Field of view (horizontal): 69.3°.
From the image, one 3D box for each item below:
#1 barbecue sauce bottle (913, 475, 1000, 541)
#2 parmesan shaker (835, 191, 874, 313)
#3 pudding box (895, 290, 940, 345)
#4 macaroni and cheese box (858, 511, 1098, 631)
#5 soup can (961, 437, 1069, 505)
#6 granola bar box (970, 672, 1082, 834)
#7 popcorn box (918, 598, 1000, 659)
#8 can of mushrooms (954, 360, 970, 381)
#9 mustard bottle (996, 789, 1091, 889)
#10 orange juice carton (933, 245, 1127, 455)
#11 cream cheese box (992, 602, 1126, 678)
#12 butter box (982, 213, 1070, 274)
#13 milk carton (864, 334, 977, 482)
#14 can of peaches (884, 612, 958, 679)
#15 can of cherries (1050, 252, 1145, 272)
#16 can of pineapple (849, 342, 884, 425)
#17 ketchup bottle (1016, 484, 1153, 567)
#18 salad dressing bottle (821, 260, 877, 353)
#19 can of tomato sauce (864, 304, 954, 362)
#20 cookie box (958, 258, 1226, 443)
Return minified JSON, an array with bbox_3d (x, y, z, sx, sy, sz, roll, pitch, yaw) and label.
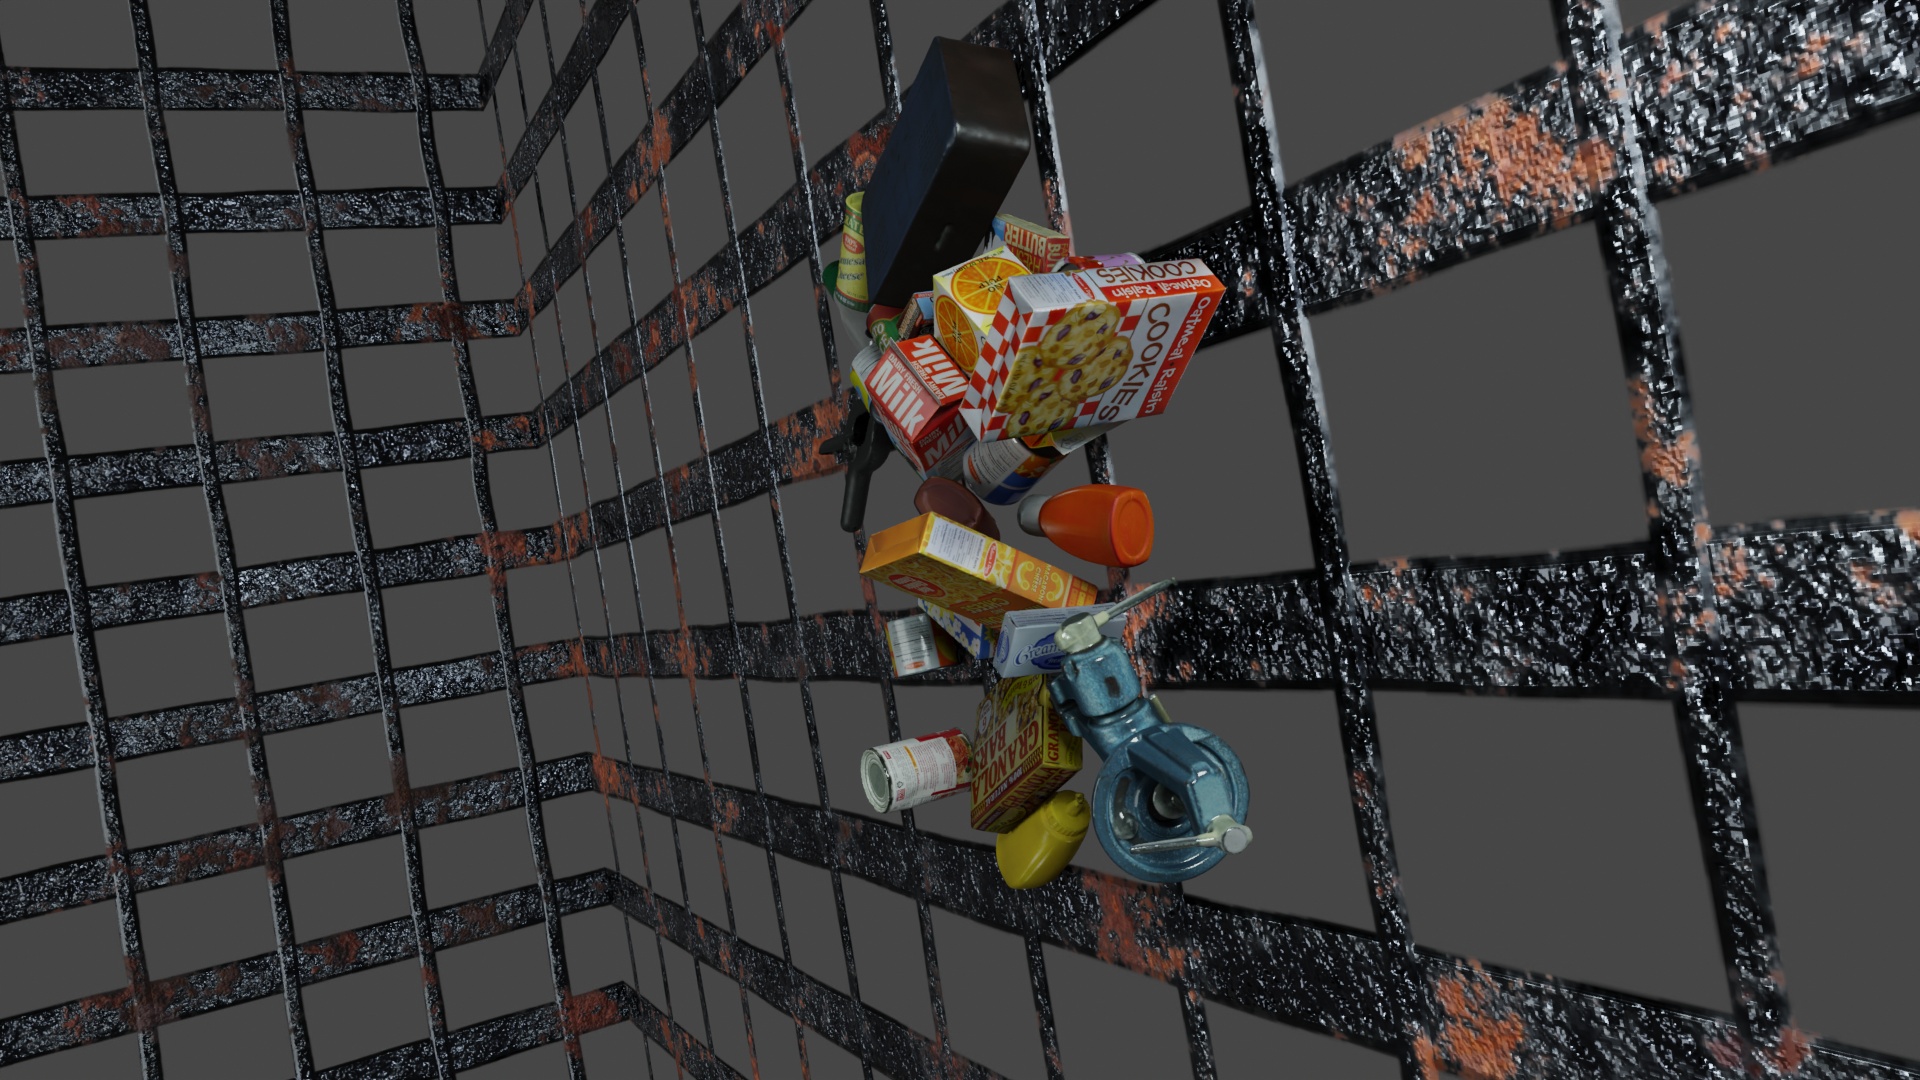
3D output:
[{"bbox_3d":[0.004,-0.015,1.234,0.065,0.043,0.148,33,177,16],"label":"barbecue sauce bottle"},{"bbox_3d":[-0.085,-0.284,1.379,0.071,0.071,0.102,50,140,44],"label":"parmesan shaker"},{"bbox_3d":[-0.010,-0.201,1.244,0.030,0.084,0.049,66,148,20],"label":"pudding box"},{"bbox_3d":[0.015,0.032,1.184,0.123,0.166,0.040,-19,52,61],"label":"macaroni and cheese box"},{"bbox_3d":[0.051,-0.078,1.186,0.083,0.071,0.071,-43,60,52],"label":"soup can"},{"bbox_3d":[0.056,0.173,1.227,0.164,0.039,0.125,125,154,-52],"label":"granola bar box"},{"bbox_3d":[0.005,0.048,1.335,0.127,0.038,0.084,38,131,52],"label":"popcorn box"},{"bbox_3d":[0.024,-0.155,1.249,0.071,0.033,0.070,25,119,56],"label":"can of mushrooms"},{"bbox_3d":[0.081,0.262,1.246,0.159,0.049,0.065,123,137,-51],"label":"mustard bottle"},{"bbox_3d":[0.057,-0.146,1.119,0.193,0.072,0.072,52,158,31],"label":"orange juice carton"},{"bbox_3d":[0.081,0.081,1.135,0.024,0.104,0.053,-124,38,-49],"label":"cream cheese box"},{"bbox_3d":[0.054,-0.242,1.176,0.104,0.024,0.053,38,129,52],"label":"butter box"},{"bbox_3d":[-0.026,-0.112,1.206,0.072,0.073,0.190,52,175,17],"label":"milk carton"},{"bbox_3d":[-0.040,0.106,1.409,0.071,0.071,0.058,-25,76,61],"label":"can of peaches"},{"bbox_3d":[0.107,-0.183,1.058,0.071,0.058,0.071,26,120,57],"label":"can of cherries"},{"bbox_3d":[-0.070,-0.156,1.389,0.058,0.071,0.070,60,146,35],"label":"can of pineapple"},{"bbox_3d":[0.098,-0.016,1.139,0.149,0.044,0.064,11,106,61],"label":"ketchup bottle"},{"bbox_3d":[-0.103,-0.238,1.449,0.064,0.044,0.148,100,148,-44],"label":"salad dressing bottle"},{"bbox_3d":[-0.046,-0.188,1.329,0.083,0.071,0.070,62,147,30],"label":"can of tomato sauce"},{"bbox_3d":[0.093,-0.136,0.984,0.040,0.168,0.122,58,144,31],"label":"cookie box"}]
